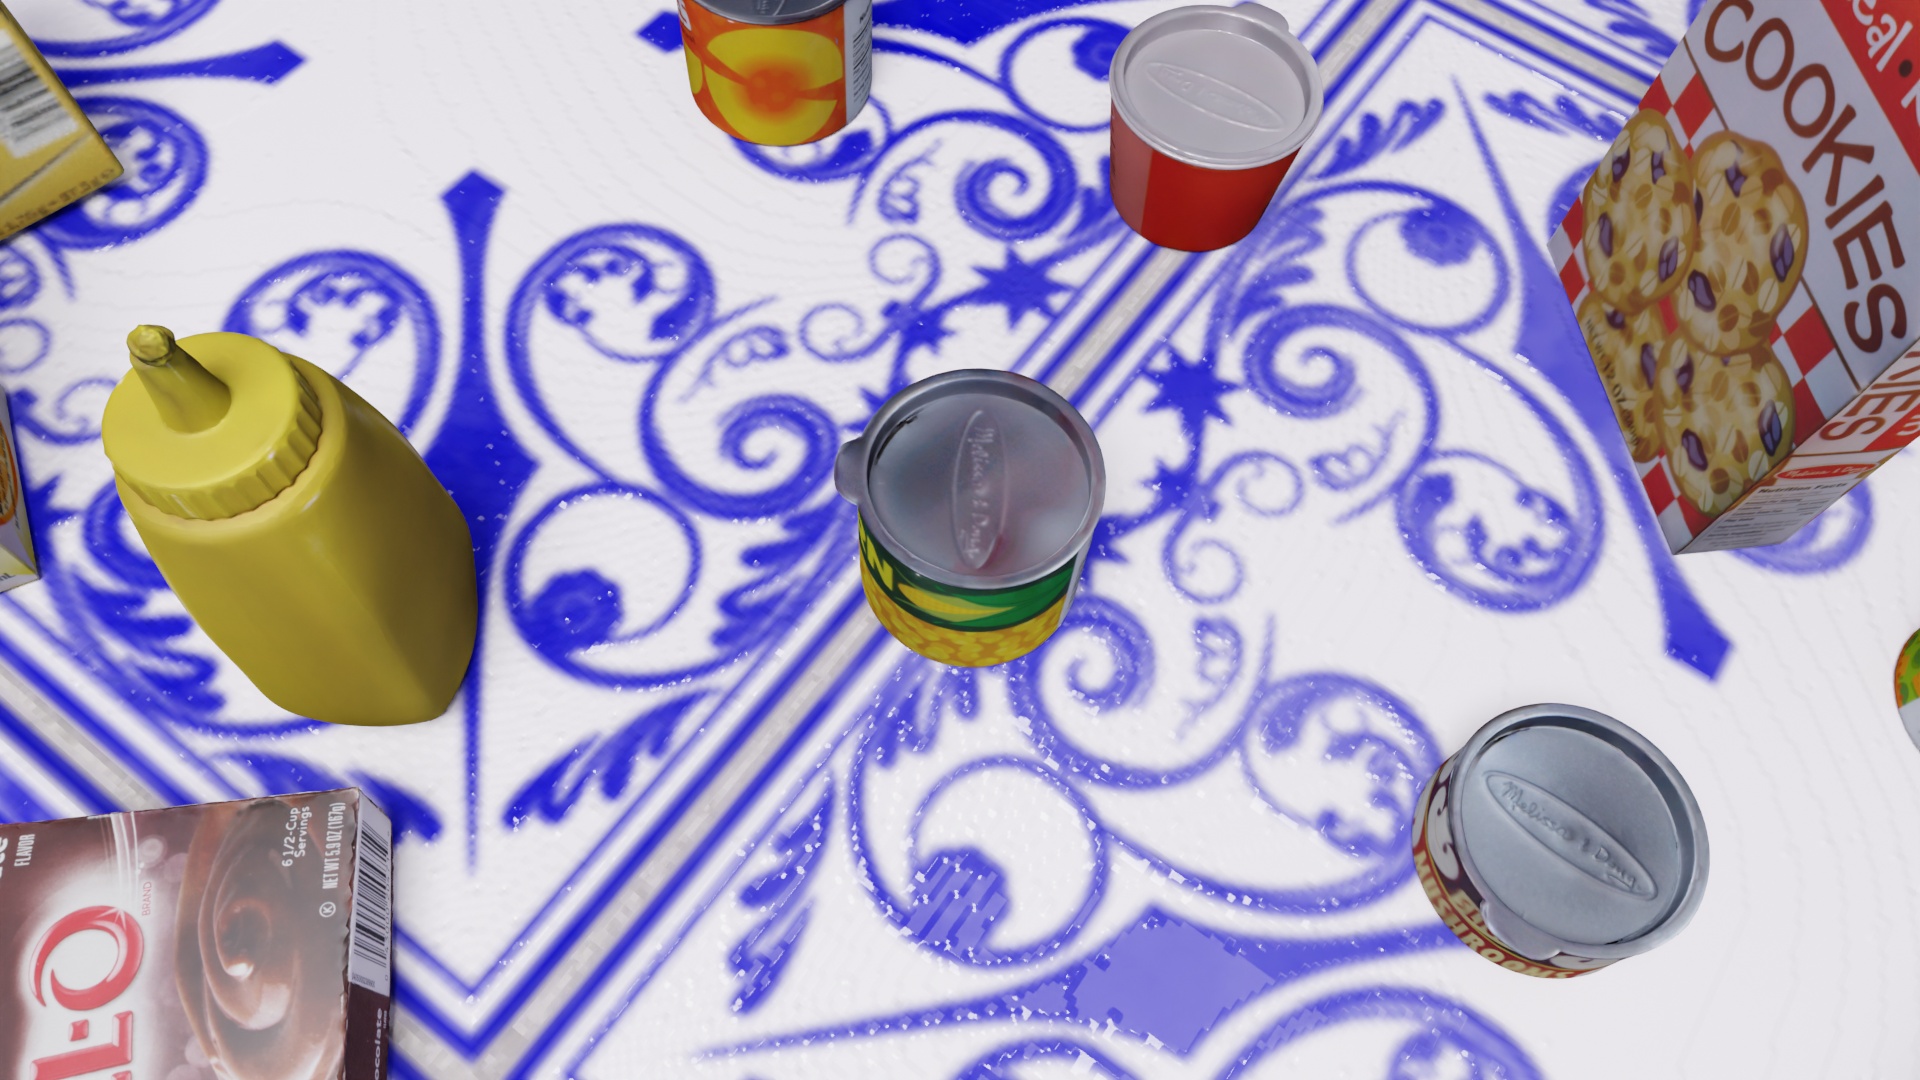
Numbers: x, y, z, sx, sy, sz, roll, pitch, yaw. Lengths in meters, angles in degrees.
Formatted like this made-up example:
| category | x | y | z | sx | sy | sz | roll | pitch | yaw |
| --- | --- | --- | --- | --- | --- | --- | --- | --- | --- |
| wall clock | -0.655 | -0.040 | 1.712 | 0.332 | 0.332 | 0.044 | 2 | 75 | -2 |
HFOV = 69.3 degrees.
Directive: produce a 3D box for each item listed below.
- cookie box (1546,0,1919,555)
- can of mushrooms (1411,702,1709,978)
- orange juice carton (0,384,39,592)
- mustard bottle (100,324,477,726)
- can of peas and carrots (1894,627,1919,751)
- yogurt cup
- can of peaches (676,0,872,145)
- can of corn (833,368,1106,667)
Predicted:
| category | x | y | z | sx | sy | sz | roll | pitch | yaw |
| --- | --- | --- | --- | --- | --- | --- | --- | --- | --- |
| cookie box | 0.232 | -0.088 | 0.380 | 0.040 | 0.166 | 0.123 | -5 | 63 | -5 |
| can of mushrooms | 0.154 | 0.081 | 0.364 | 0.071 | 0.033 | 0.071 | 1 | 63 | -2 |
| orange juice carton | -0.304 | -0.048 | 0.318 | 0.072 | 0.191 | 0.073 | -22 | 66 | -13 |
| mustard bottle | -0.155 | -0.006 | 0.323 | 0.049 | 0.159 | 0.065 | 2 | 63 | -2 |
| can of peas and carrots | 0.308 | 0.037 | 0.381 | 0.071 | 0.058 | 0.071 | 1 | 63 | -2 |
| yogurt cup | 0.080 | -0.133 | 0.460 | 0.072 | 0.053 | 0.072 | 1 | 63 | -2 |
| can of peaches | -0.065 | -0.178 | 0.473 | 0.071 | 0.057 | 0.071 | 1 | 63 | -2 |
| can of corn | 0.001 | -0.005 | 0.387 | 0.071 | 0.058 | 0.071 | 1 | 63 | -2 |
